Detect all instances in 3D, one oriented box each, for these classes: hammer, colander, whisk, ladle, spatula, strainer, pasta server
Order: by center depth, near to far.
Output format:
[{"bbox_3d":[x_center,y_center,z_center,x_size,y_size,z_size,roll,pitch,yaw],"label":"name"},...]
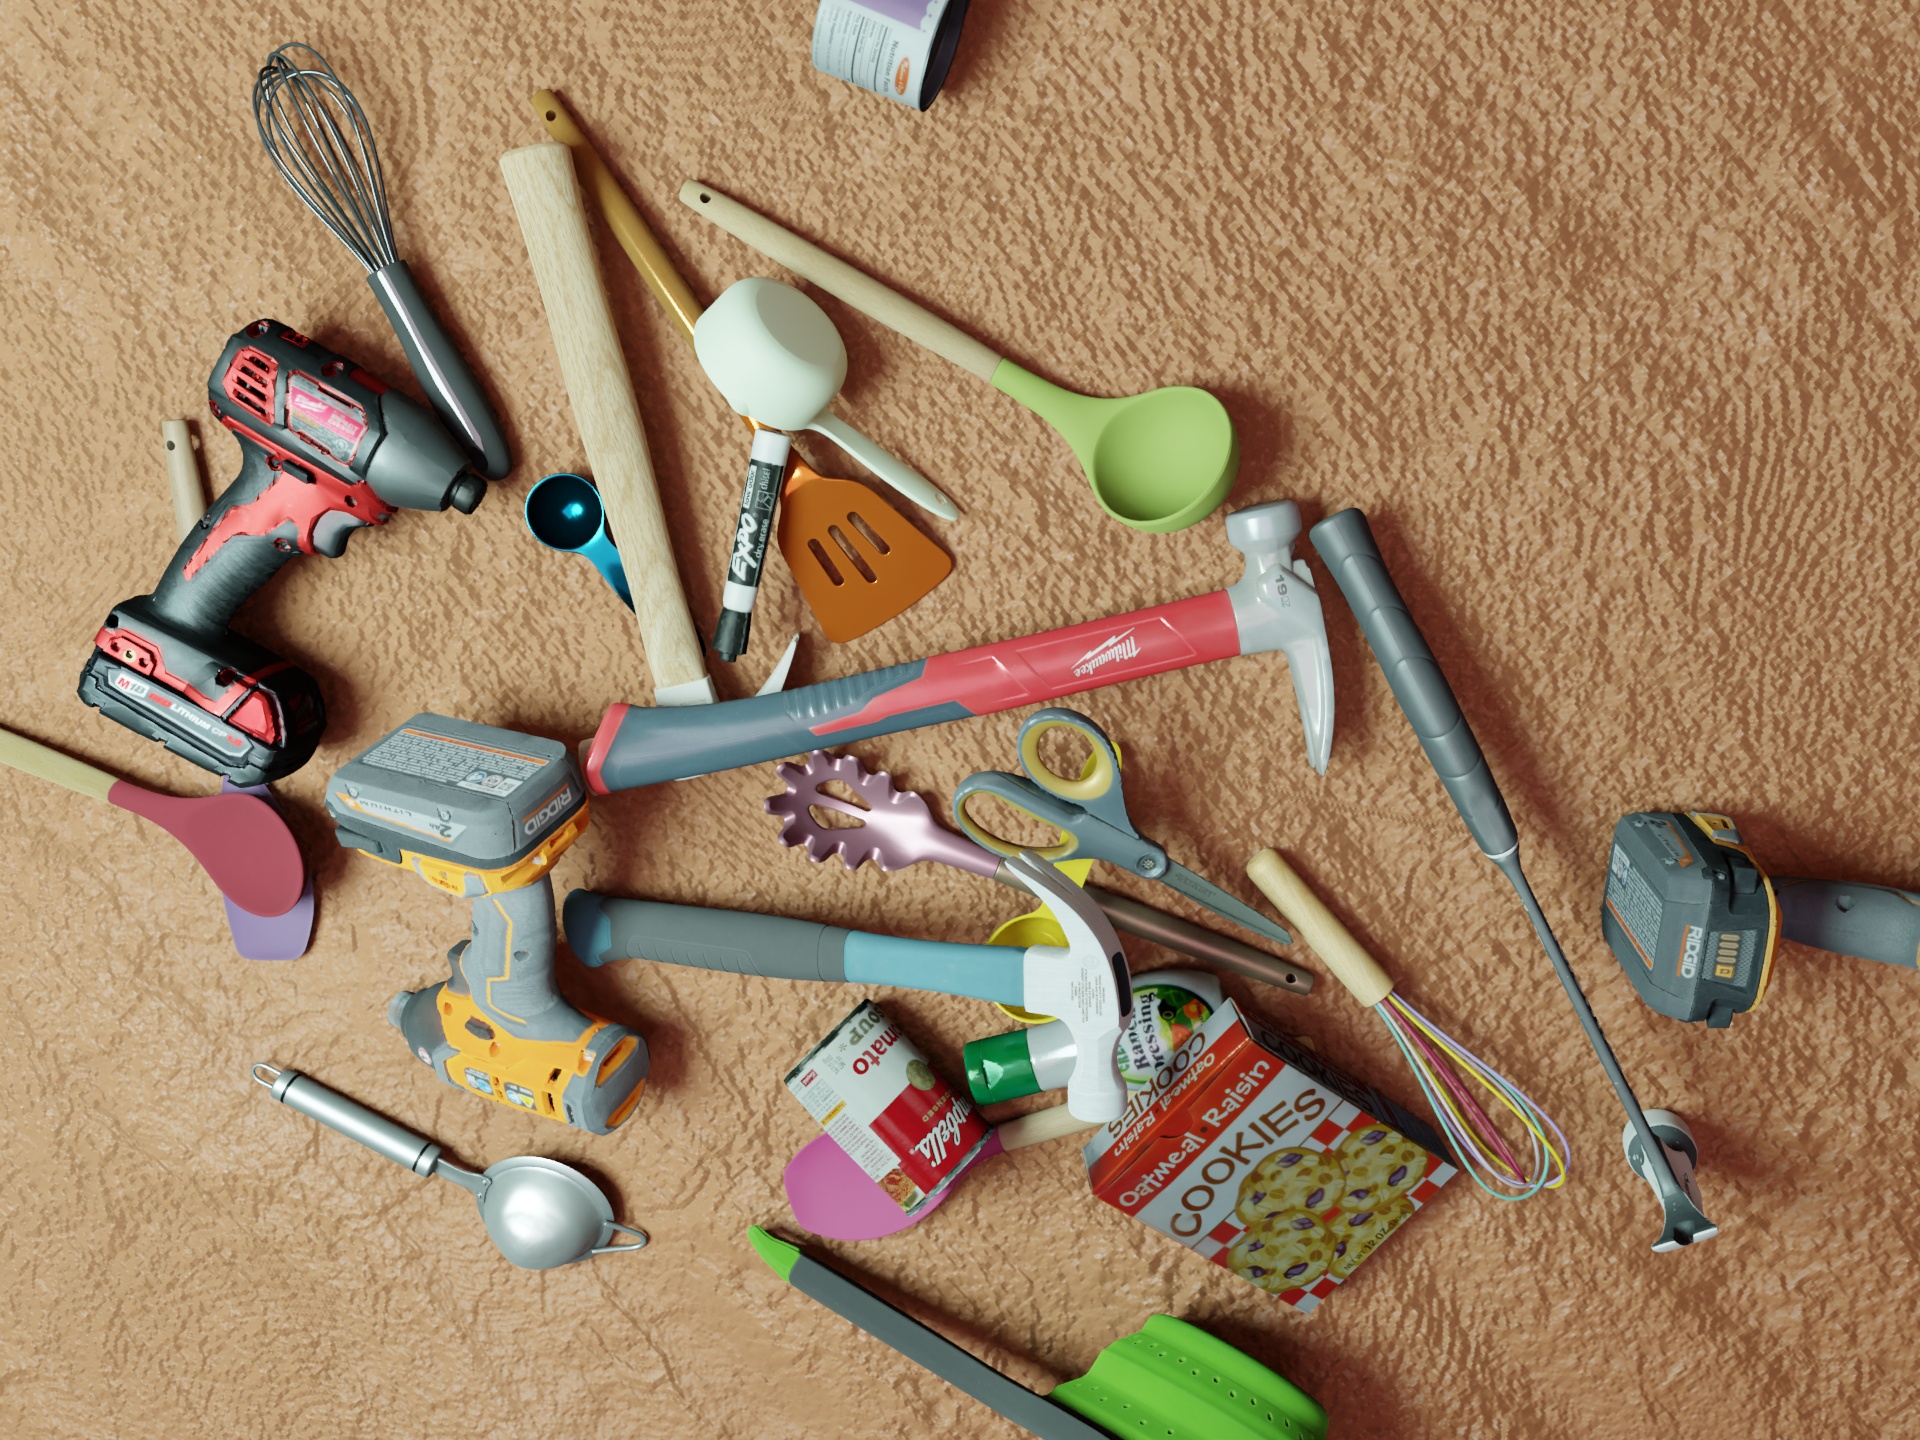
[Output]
[{"bbox_3d":[-0.004,-0.194,0.803,0.320,0.062,0.078,30,88,1],"label":"ladle"},{"bbox_3d":[0.280,0.078,0.808,0.036,0.149,0.409,-27,92,19],"label":"hammer"},{"bbox_3d":[-0.001,-0.003,0.827,0.386,0.038,0.143,-13,99,1],"label":"hammer"},{"bbox_3d":[-0.173,-0.129,0.829,0.130,0.031,0.331,-13,104,-1],"label":"hammer"},{"bbox_3d":[-0.296,-0.235,0.830,0.055,0.055,0.239,-24,104,10],"label":"whisk"},{"bbox_3d":[-0.125,-0.189,0.834,0.081,0.041,0.322,-33,93,13],"label":"spatula"},{"bbox_3d":[-0.070,0.125,0.842,0.331,0.033,0.128,3,97,24],"label":"hammer"},{"bbox_3d":[0.240,0.167,0.868,0.051,0.047,0.245,-42,91,1],"label":"whisk"},{"bbox_3d":[0.046,0.091,0.870,0.316,0.040,0.060,21,90,0],"label":"pasta server"},{"bbox_3d":[0.065,0.361,0.899,0.397,0.204,0.094,26,70,15],"label":"colander"},{"bbox_3d":[-0.415,-0.011,0.904,0.060,0.018,0.315,-2,104,11],"label":"spatula"},{"bbox_3d":[-0.507,0.033,0.910,0.315,0.031,0.069,21,108,7],"label":"ladle"},{"bbox_3d":[-0.311,0.268,0.947,0.258,0.050,0.086,27,118,3],"label":"strainer"}]

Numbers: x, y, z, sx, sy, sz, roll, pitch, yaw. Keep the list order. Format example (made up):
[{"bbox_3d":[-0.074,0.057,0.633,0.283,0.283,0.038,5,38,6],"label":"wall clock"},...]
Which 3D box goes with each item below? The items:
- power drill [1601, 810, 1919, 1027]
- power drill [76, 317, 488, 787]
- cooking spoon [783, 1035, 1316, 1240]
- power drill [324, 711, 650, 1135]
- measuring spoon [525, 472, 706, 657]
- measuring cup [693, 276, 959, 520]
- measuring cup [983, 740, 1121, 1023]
[{"bbox_3d":[0.445,0.109,0.760,0.226,0.185,0.084,5,105,8],"label":"power drill"},{"bbox_3d":[-0.353,-0.083,0.839,0.143,0.078,0.219,30,100,-7],"label":"power drill"},{"bbox_3d":[0.048,0.232,0.911,0.319,0.017,0.069,-19,89,10],"label":"cooking spoon"},{"bbox_3d":[-0.262,0.113,0.859,0.164,0.084,0.226,11,124,23],"label":"power drill"},{"bbox_3d":[-0.184,-0.082,0.869,0.042,0.021,0.128,-40,105,5],"label":"measuring spoon"},{"bbox_3d":[-0.057,-0.162,0.809,0.167,0.083,0.038,35,129,-18],"label":"measuring cup"},{"bbox_3d":[0.055,0.085,0.852,0.062,0.029,0.156,20,79,-3],"label":"measuring cup"}]
